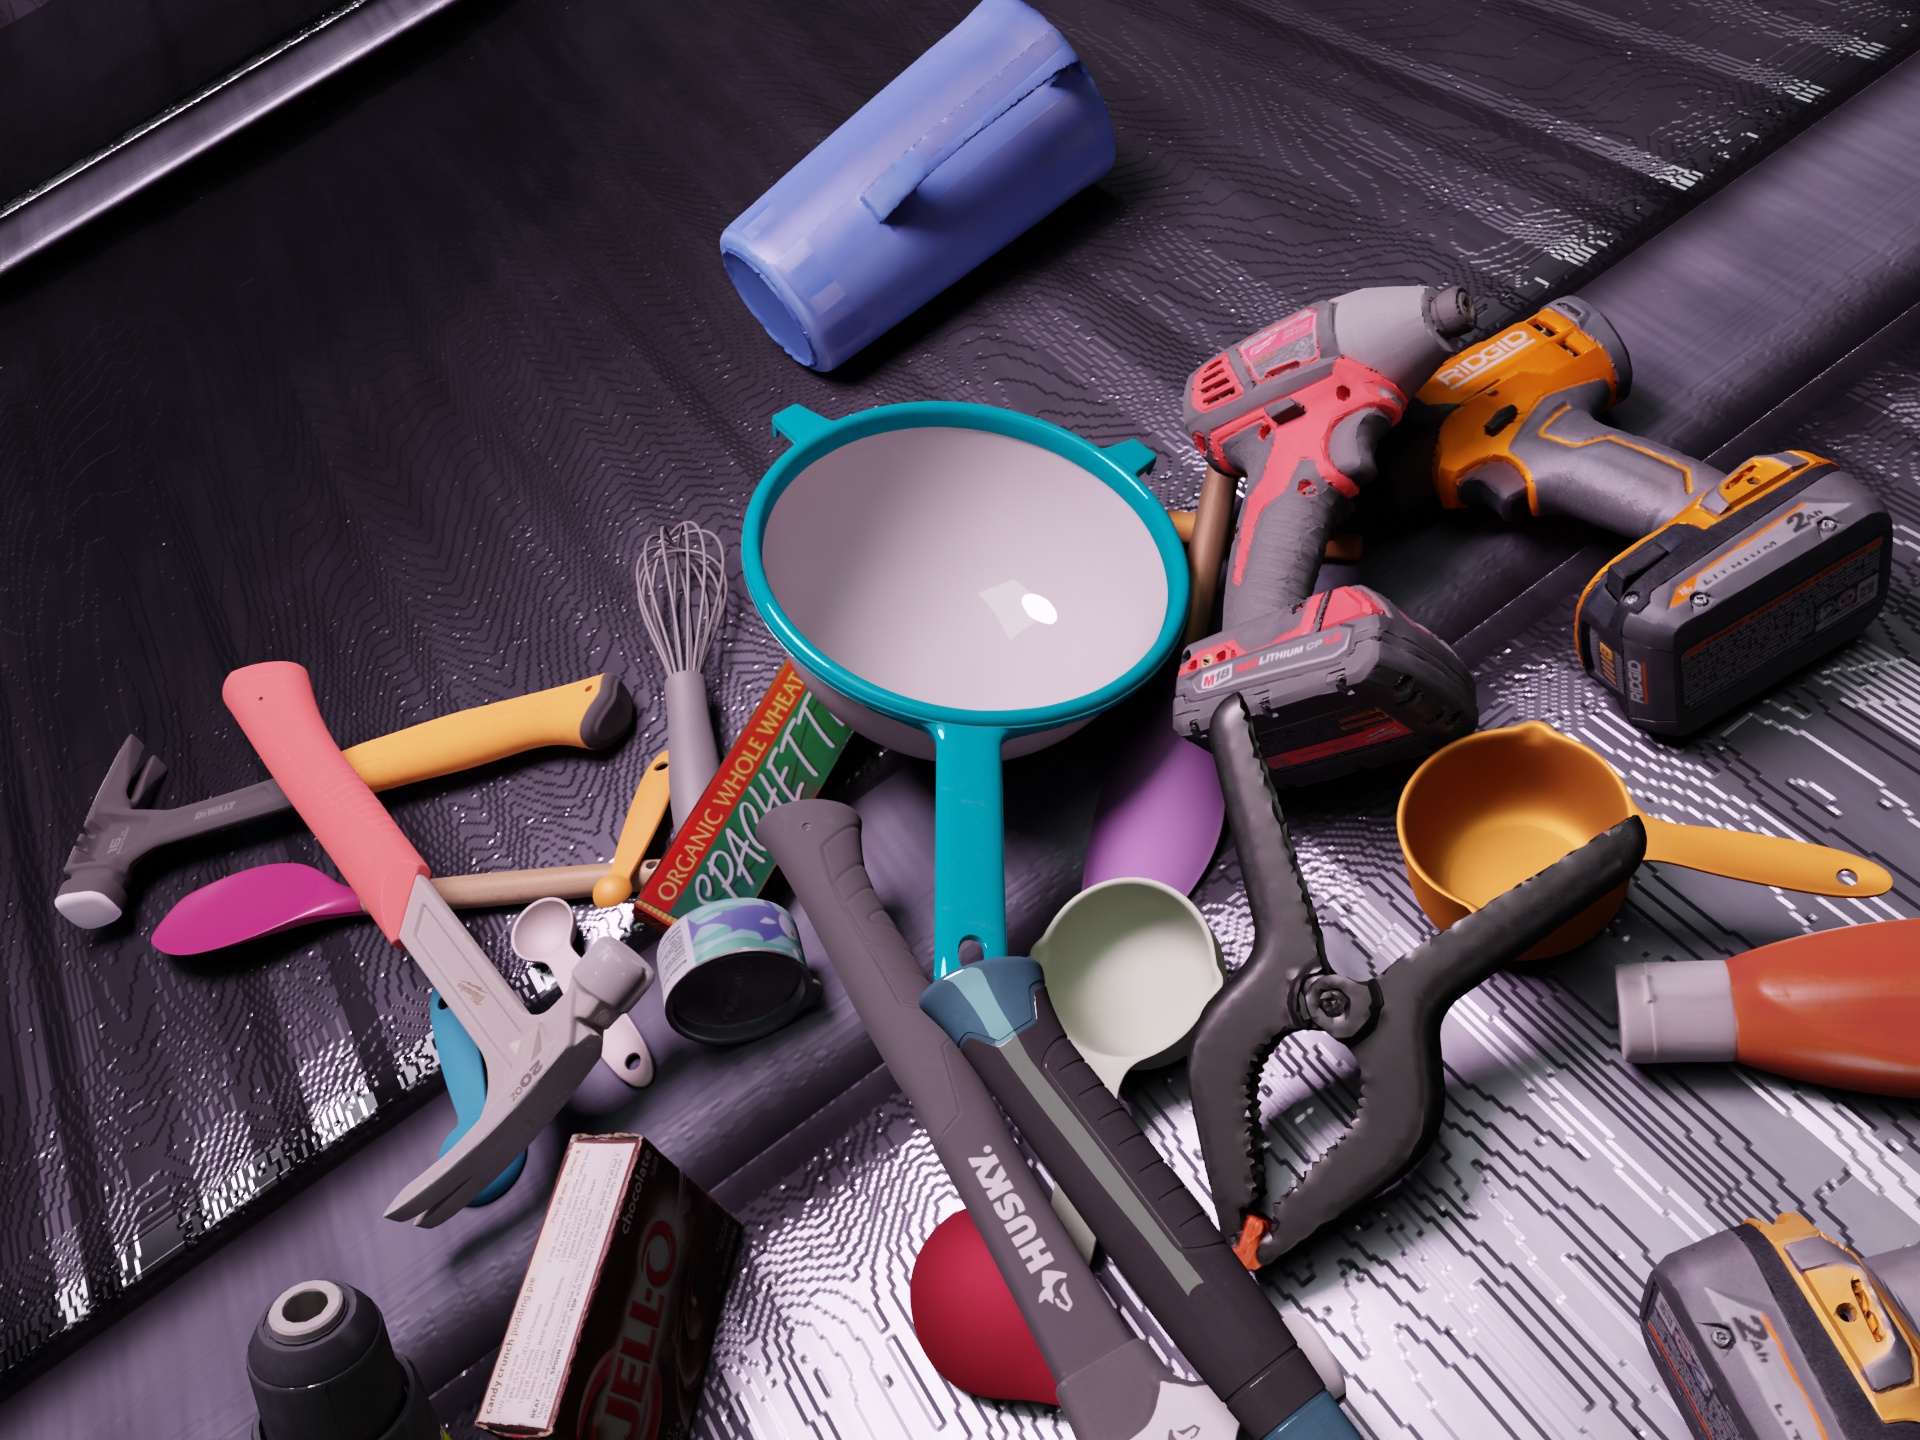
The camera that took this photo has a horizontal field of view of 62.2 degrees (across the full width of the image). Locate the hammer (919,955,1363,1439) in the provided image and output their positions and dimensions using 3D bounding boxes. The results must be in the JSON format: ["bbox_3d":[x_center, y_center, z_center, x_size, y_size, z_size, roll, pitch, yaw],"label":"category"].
[{"bbox_3d":[0.096,0.205,0.499,0.128,0.033,0.331,-31,63,-16],"label":"hammer"}]

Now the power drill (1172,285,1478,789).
[{"bbox_3d":[0.165,-0.091,0.708,0.143,0.078,0.220,-20,55,43],"label":"power drill"}]

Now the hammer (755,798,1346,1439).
[{"bbox_3d":[-0.009,0.150,0.617,0.146,0.035,0.335,-27,49,-10],"label":"hammer"}]

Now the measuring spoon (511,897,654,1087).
[{"bbox_3d":[-0.178,0.133,0.766,0.034,0.018,0.124,-40,56,-7],"label":"measuring spoon"}]

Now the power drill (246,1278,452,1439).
[{"bbox_3d":[-0.131,0.283,0.509,0.228,0.190,0.080,11,30,23],"label":"power drill"}]

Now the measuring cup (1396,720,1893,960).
[{"bbox_3d":[0.260,0.058,0.618,0.174,0.052,0.095,9,57,26],"label":"measuring cup"}]

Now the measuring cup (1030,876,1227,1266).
[{"bbox_3d":[0.062,0.148,0.644,0.083,0.038,0.168,5,72,26],"label":"measuring cup"}]

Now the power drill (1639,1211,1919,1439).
[{"bbox_3d":[0.342,0.201,0.452,0.226,0.084,0.186,-19,49,1],"label":"power drill"}]

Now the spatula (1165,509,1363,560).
[{"bbox_3d":[0.054,-0.105,0.857,0.323,0.041,0.081,10,57,24],"label":"spatula"}]

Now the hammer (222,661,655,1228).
[{"bbox_3d":[-0.295,0.079,0.791,0.149,0.036,0.359,-48,53,-5],"label":"hammer"}]

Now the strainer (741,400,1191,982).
[{"bbox_3d":[-0.001,-0.002,0.733,0.211,0.095,0.341,5,52,-6],"label":"strainer"}]

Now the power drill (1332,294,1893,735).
[{"bbox_3d":[0.274,-0.095,0.721,0.164,0.084,0.227,-30,43,-2],"label":"power drill"}]

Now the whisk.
[{"bbox_3d":[-0.144,-0.019,0.855,0.055,0.055,0.239,-18,52,8],"label":"whisk"}]

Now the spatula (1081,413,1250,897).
[{"bbox_3d":[0.115,-0.051,0.770,0.060,0.018,0.316,4,62,21],"label":"spatula"}]

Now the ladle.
[{"bbox_3d":[0.095,0.265,0.534,0.316,0.031,0.069,30,80,35],"label":"ladle"}]

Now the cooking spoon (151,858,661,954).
[{"bbox_3d":[-0.290,0.093,0.837,0.319,0.017,0.069,-7,35,17],"label":"cooking spoon"}]

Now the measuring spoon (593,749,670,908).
[{"bbox_3d":[-0.164,0.051,0.809,0.021,0.011,0.117,-7,37,14],"label":"measuring spoon"}]

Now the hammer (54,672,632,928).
[{"bbox_3d":[-0.344,0.025,0.902,0.337,0.034,0.127,-15,44,9],"label":"hammer"}]

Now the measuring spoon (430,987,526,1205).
[{"bbox_3d":[-0.238,0.168,0.751,0.042,0.021,0.129,-29,49,-2],"label":"measuring spoon"}]
